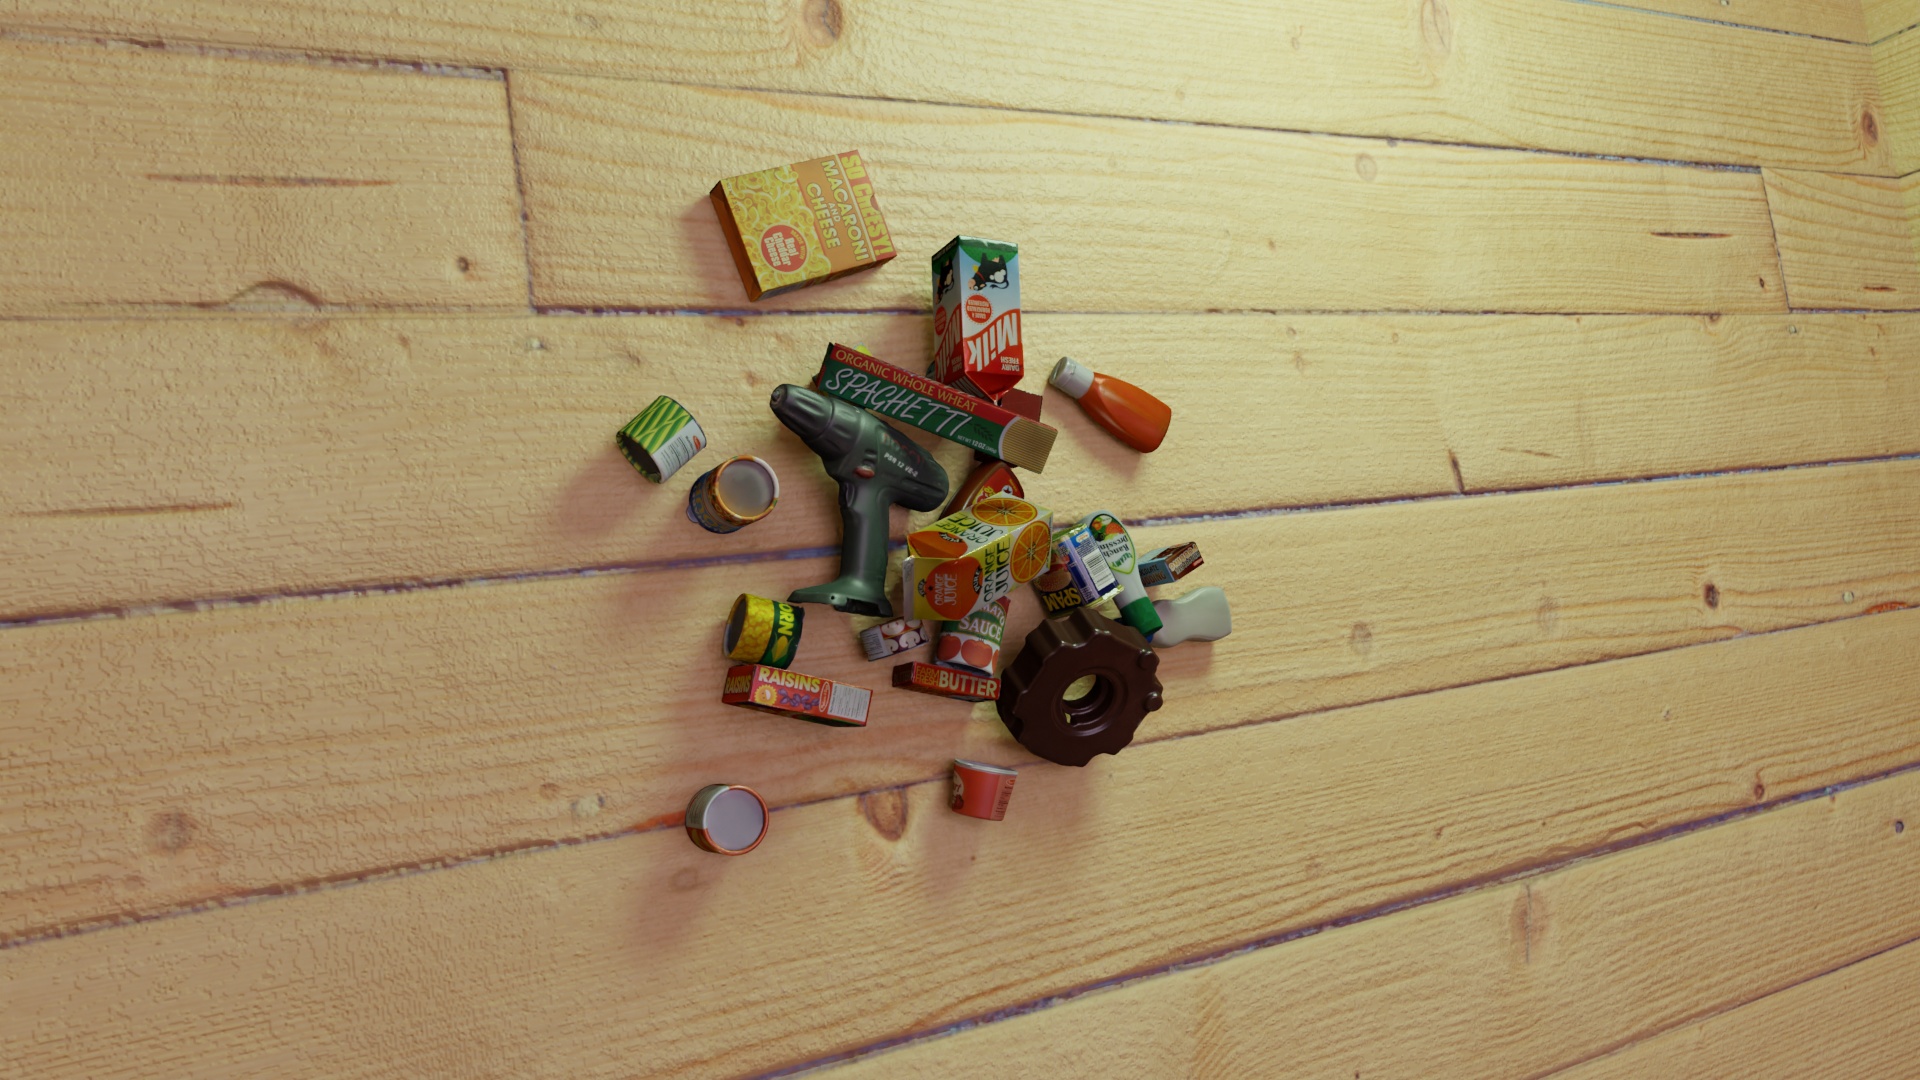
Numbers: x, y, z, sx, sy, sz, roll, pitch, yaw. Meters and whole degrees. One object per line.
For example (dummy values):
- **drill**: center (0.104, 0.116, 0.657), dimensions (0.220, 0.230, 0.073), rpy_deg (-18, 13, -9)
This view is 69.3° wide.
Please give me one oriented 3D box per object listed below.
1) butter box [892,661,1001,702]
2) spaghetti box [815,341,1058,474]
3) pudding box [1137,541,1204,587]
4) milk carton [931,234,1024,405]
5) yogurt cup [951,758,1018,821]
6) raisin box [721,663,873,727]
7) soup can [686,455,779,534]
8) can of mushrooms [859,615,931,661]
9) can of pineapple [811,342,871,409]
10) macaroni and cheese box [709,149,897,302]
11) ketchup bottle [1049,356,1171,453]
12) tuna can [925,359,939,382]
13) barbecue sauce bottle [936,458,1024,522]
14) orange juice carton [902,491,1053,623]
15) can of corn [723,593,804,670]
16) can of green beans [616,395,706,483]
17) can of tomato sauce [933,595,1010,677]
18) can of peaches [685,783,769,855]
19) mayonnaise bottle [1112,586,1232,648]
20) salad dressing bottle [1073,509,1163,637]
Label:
- **butter box**: center (-0.015, 0.148, 1.447), dimensions (0.103, 0.053, 0.024), rpy_deg (14, 74, -25)
- **spaghetti box**: center (-0.023, -0.134, 1.409), dimensions (0.250, 0.029, 0.050), rpy_deg (20, 99, -11)
- **pudding box**: center (0.230, 0.028, 1.576), dimensions (0.050, 0.083, 0.030), rpy_deg (-30, 96, -28)
- **milk carton**: center (0.018, -0.220, 1.478), dimensions (0.073, 0.072, 0.190), rpy_deg (2, 81, -26)
- **yogurt cup**: center (0.022, 0.259, 1.442), dimensions (0.072, 0.072, 0.054), rpy_deg (13, 84, -25)
- **raisin box**: center (-0.160, 0.151, 1.354), dimensions (0.123, 0.086, 0.040), rpy_deg (15, 77, -24)
- **soup can**: center (-0.223, -0.043, 1.356), dimensions (0.071, 0.083, 0.071), rpy_deg (4, 80, -26)
- **can of mushrooms**: center (-0.066, 0.098, 1.423), dimensions (0.071, 0.071, 0.033), rpy_deg (-18, 89, -28)
- **can of pineapple**: center (-0.113, -0.163, 1.442), dimensions (0.071, 0.071, 0.058), rpy_deg (-40, 99, -27)
- **macaroni and cheese box**: center (-0.163, -0.333, 1.461), dimensions (0.167, 0.040, 0.123), rpy_deg (-22, 92, -28)
- **ketchup bottle**: center (0.172, -0.161, 1.602), dimensions (0.149, 0.043, 0.065), rpy_deg (29, 69, -20)
- **tuna can**: center (-0.001, -0.176, 1.521), dimensions (0.071, 0.032, 0.071), rpy_deg (5, 79, -26)
- **barbecue sauce bottle**: center (0.005, -0.019, 1.490), dimensions (0.149, 0.043, 0.064), rpy_deg (-48, 124, -25)
- **orange juice carton**: center (0.008, 0.020, 1.409), dimensions (0.193, 0.073, 0.071), rpy_deg (-26, 128, -43)
- **can of corn**: center (-0.192, 0.088, 1.357), dimensions (0.058, 0.071, 0.071), rpy_deg (17, 74, -23)
- **can of green beans**: center (-0.289, -0.097, 1.342), dimensions (0.071, 0.071, 0.058), rpy_deg (50, 65, -12)
- **can of tomato sauce**: center (0.013, 0.095, 1.461), dimensions (0.071, 0.071, 0.083), rpy_deg (19, 74, -23)
- **can of peaches**: center (-0.219, 0.266, 1.319), dimensions (0.071, 0.058, 0.071), rpy_deg (5, 79, -26)
- **mayonnaise bottle**: center (0.241, 0.094, 1.596), dimensions (0.148, 0.041, 0.065), rpy_deg (-10, 85, -27)
- **salad dressing bottle**: center (0.177, 0.039, 1.547), dimensions (0.064, 0.043, 0.148), rpy_deg (-18, 73, -27)
